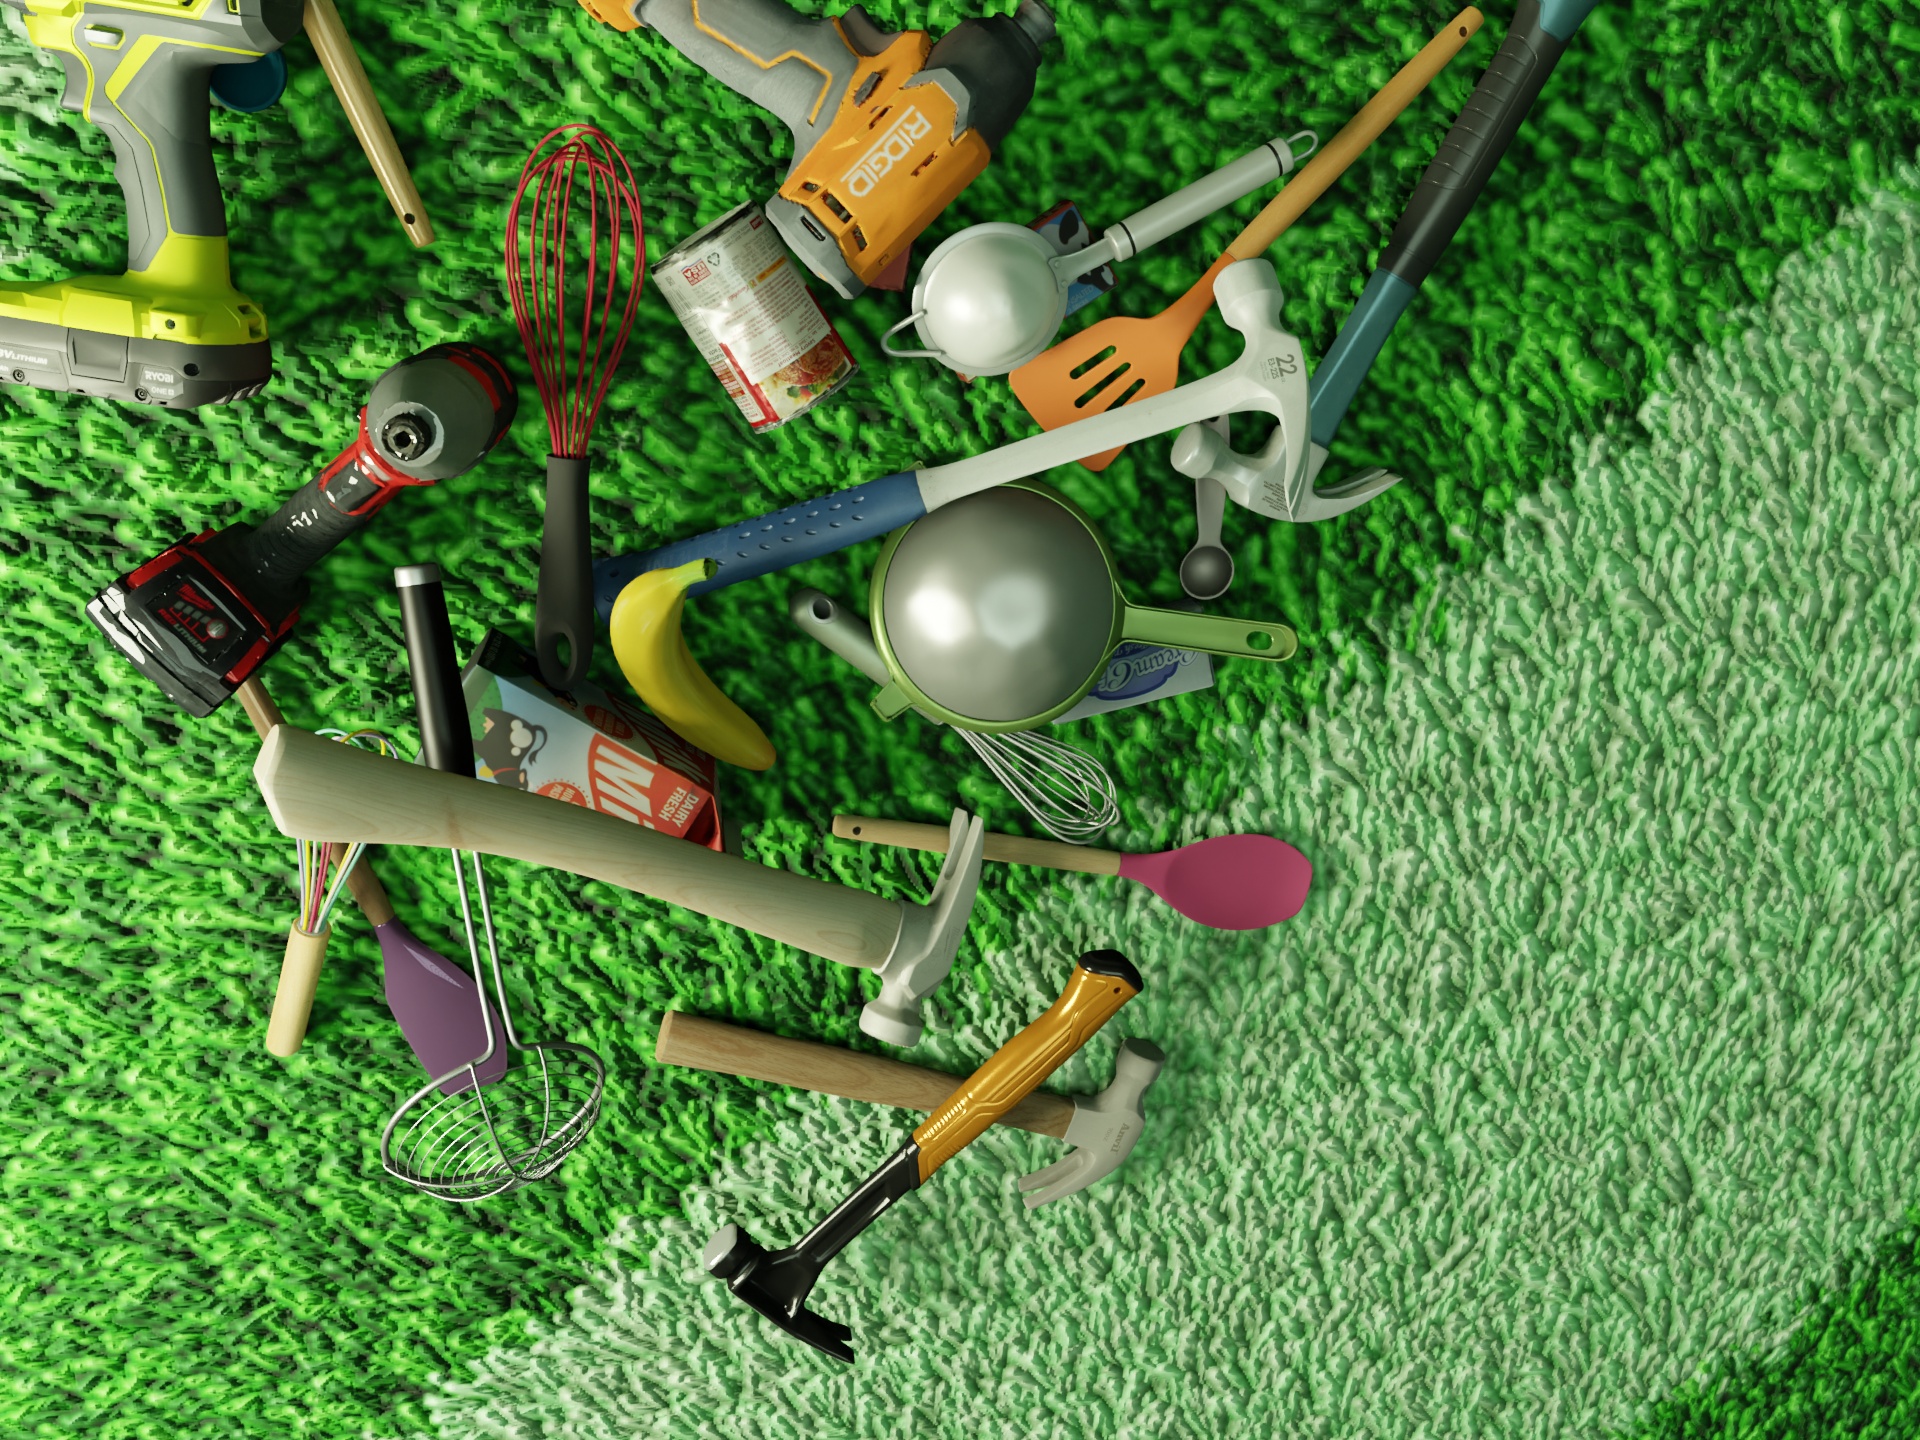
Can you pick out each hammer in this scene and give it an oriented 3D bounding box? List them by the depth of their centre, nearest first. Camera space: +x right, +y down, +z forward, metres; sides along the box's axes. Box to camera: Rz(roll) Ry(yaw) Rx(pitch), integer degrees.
[{"bbox_3d":[-0.010,-0.122,0.859,0.405,0.144,0.035,-17,157,10],"label":"hammer"},{"bbox_3d":[-0.164,0.068,0.861,0.410,0.038,0.146,21,87,-34],"label":"hammer"},{"bbox_3d":[0.252,-0.262,0.897,0.128,0.033,0.331,24,104,-23],"label":"hammer"},{"bbox_3d":[-0.007,0.275,1.029,0.337,0.034,0.127,-44,109,8],"label":"hammer"},{"bbox_3d":[-0.036,0.242,1.048,0.331,0.031,0.130,15,107,-14],"label":"hammer"}]

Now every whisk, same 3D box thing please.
[{"bbox_3d":[-0.205,-0.158,0.838,0.073,0.073,0.295,3,106,-10],"label":"whisk"},{"bbox_3d":[-0.374,0.103,0.917,0.051,0.047,0.245,19,118,-10],"label":"whisk"},{"bbox_3d":[-0.002,-0.003,0.955,0.246,0.059,0.058,36,65,-16],"label":"whisk"}]

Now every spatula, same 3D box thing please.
[{"bbox_3d":[0.166,-0.275,0.889,0.322,0.041,0.081,-45,110,4],"label":"spatula"},{"bbox_3d":[-0.353,0.097,0.947,0.060,0.018,0.315,-20,114,3],"label":"spatula"}]

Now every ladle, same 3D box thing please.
[{"bbox_3d":[-0.330,-0.382,0.765,0.069,0.031,0.315,-18,115,7],"label":"ladle"}]

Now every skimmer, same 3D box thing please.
[{"bbox_3d":[-0.274,0.095,0.870,0.127,0.090,0.363,-13,102,-30],"label":"skimmer"}]

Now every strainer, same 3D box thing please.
[{"bbox_3d":[0.078,-0.252,0.847,0.258,0.050,0.086,-29,129,-2],"label":"strainer"},{"bbox_3d":[0.078,-0.059,0.906,0.256,0.069,0.151,7,91,-8],"label":"strainer"}]

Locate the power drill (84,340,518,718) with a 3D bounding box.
[{"bbox_3d":[-0.325,-0.105,0.809,0.219,0.143,0.078,-38,109,8],"label":"power drill"}]

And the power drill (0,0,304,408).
[{"bbox_3d":[-0.408,-0.273,0.759,0.171,0.080,0.223,9,109,0],"label":"power drill"}]

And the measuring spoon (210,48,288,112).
[{"bbox_3d":[-0.361,-0.362,0.771,0.042,0.021,0.128,-13,109,9],"label":"measuring spoon"}]

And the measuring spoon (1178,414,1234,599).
[{"bbox_3d":[0.147,-0.134,0.946,0.034,0.018,0.124,-2,104,-10],"label":"measuring spoon"}]

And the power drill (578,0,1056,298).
[{"bbox_3d":[-0.073,-0.338,0.758,0.164,0.084,0.226,-43,91,8],"label":"power drill"}]

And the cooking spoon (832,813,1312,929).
[{"bbox_3d":[0.076,0.087,1.014,0.318,0.017,0.068,9,107,-13],"label":"cooking spoon"}]
